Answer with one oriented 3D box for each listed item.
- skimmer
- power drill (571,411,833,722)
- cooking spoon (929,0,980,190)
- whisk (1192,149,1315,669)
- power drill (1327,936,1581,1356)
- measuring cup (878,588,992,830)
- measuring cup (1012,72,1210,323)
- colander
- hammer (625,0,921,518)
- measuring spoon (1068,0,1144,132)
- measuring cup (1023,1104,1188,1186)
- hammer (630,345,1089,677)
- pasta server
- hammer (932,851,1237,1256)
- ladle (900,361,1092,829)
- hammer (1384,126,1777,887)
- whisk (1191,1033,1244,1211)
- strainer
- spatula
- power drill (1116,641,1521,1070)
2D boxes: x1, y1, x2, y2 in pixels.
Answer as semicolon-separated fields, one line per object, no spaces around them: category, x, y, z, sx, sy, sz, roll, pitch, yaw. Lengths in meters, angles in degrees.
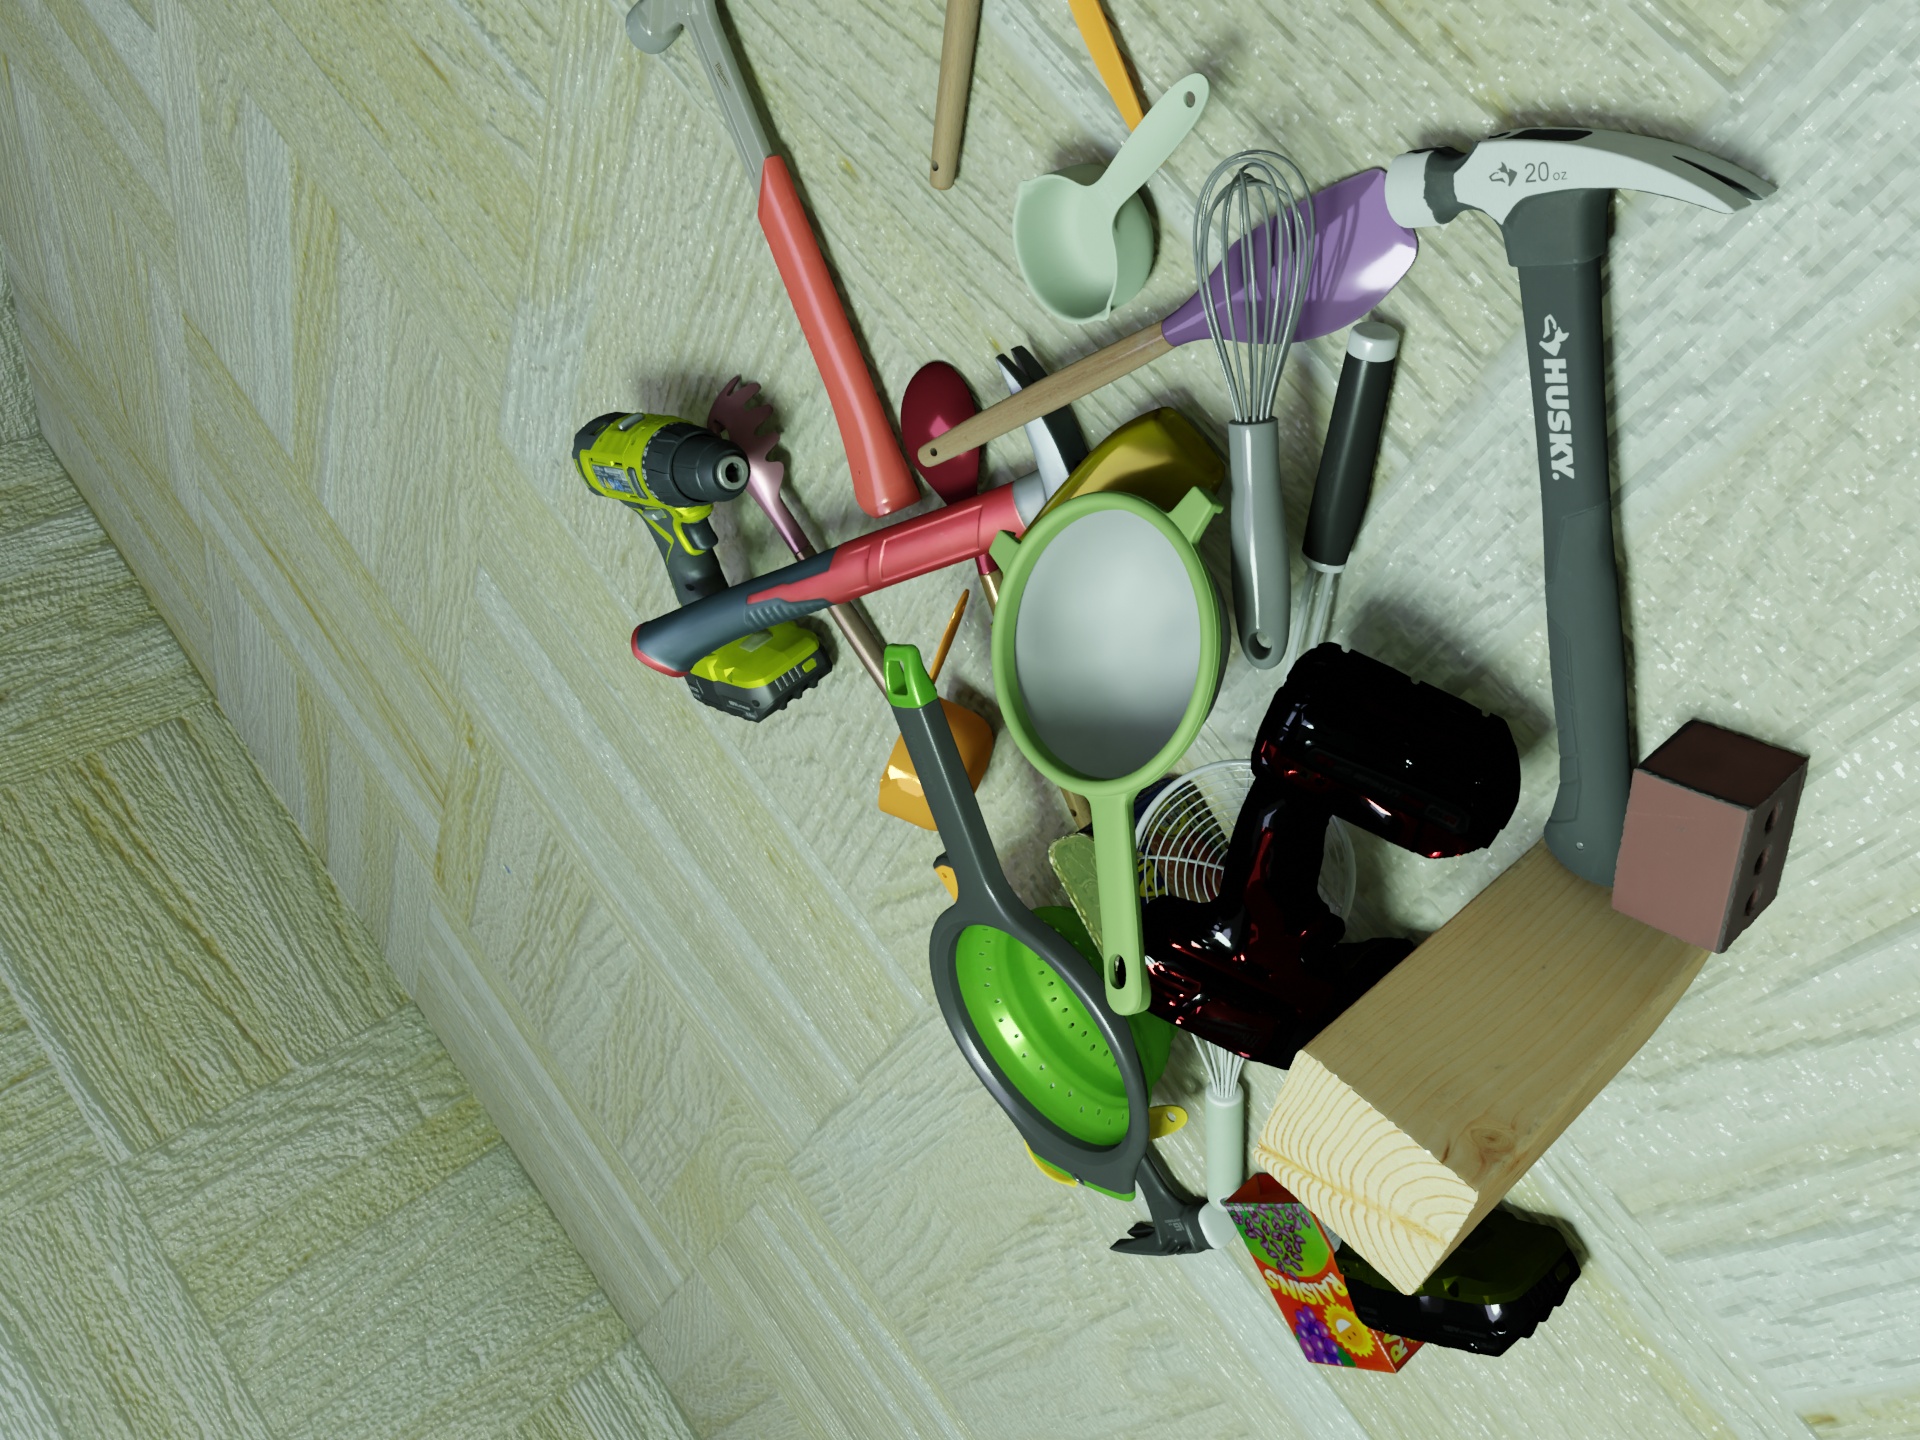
skimmer;0.162;-0.017;0.804;0.127;0.090;0.363;23;132;23
power drill;-0.180;-0.116;1.157;0.191;0.080;0.228;18;138;50
cooking spoon;0.009;-0.412;0.778;0.069;0.017;0.318;40;141;29
whisk;0.138;-0.137;0.733;0.055;0.055;0.238;17;120;46
power drill;0.251;0.230;0.890;0.171;0.080;0.223;-14;100;56
measuring cup;-0.002;-0.003;1.055;0.052;0.095;0.173;25;120;10
measuring cup;0.083;-0.259;0.771;0.083;0.038;0.167;58;148;4
colander;0.052;0.117;1.031;0.205;0.094;0.397;7;122;54
hammer;-0.100;-0.301;0.991;0.149;0.037;0.359;-7;108;55
measuring spoon;0.075;-0.322;0.770;0.117;0.011;0.021;66;159;-2
measuring cup;0.107;0.285;1.114;0.156;0.029;0.062;-29;88;43
hammer;-0.081;-0.107;1.008;0.386;0.038;0.143;-14;105;38
pasta server;-0.092;-0.103;1.140;0.316;0.040;0.060;57;147;-2
hammer;0.074;0.241;1.166;0.337;0.034;0.127;59;146;2
ladle;0.027;-0.071;1.004;0.069;0.031;0.315;-1;115;53
hammer;0.267;-0.077;0.674;0.146;0.035;0.334;14;125;48
whisk;0.170;0.235;1.031;0.059;0.058;0.246;-102;4;-55
strainer;0.092;0.015;0.797;0.151;0.069;0.256;-6;87;49
spatula;0.087;-0.184;0.802;0.316;0.018;0.059;-17;101;44
power drill;0.179;0.084;0.790;0.143;0.079;0.219;26;123;5
